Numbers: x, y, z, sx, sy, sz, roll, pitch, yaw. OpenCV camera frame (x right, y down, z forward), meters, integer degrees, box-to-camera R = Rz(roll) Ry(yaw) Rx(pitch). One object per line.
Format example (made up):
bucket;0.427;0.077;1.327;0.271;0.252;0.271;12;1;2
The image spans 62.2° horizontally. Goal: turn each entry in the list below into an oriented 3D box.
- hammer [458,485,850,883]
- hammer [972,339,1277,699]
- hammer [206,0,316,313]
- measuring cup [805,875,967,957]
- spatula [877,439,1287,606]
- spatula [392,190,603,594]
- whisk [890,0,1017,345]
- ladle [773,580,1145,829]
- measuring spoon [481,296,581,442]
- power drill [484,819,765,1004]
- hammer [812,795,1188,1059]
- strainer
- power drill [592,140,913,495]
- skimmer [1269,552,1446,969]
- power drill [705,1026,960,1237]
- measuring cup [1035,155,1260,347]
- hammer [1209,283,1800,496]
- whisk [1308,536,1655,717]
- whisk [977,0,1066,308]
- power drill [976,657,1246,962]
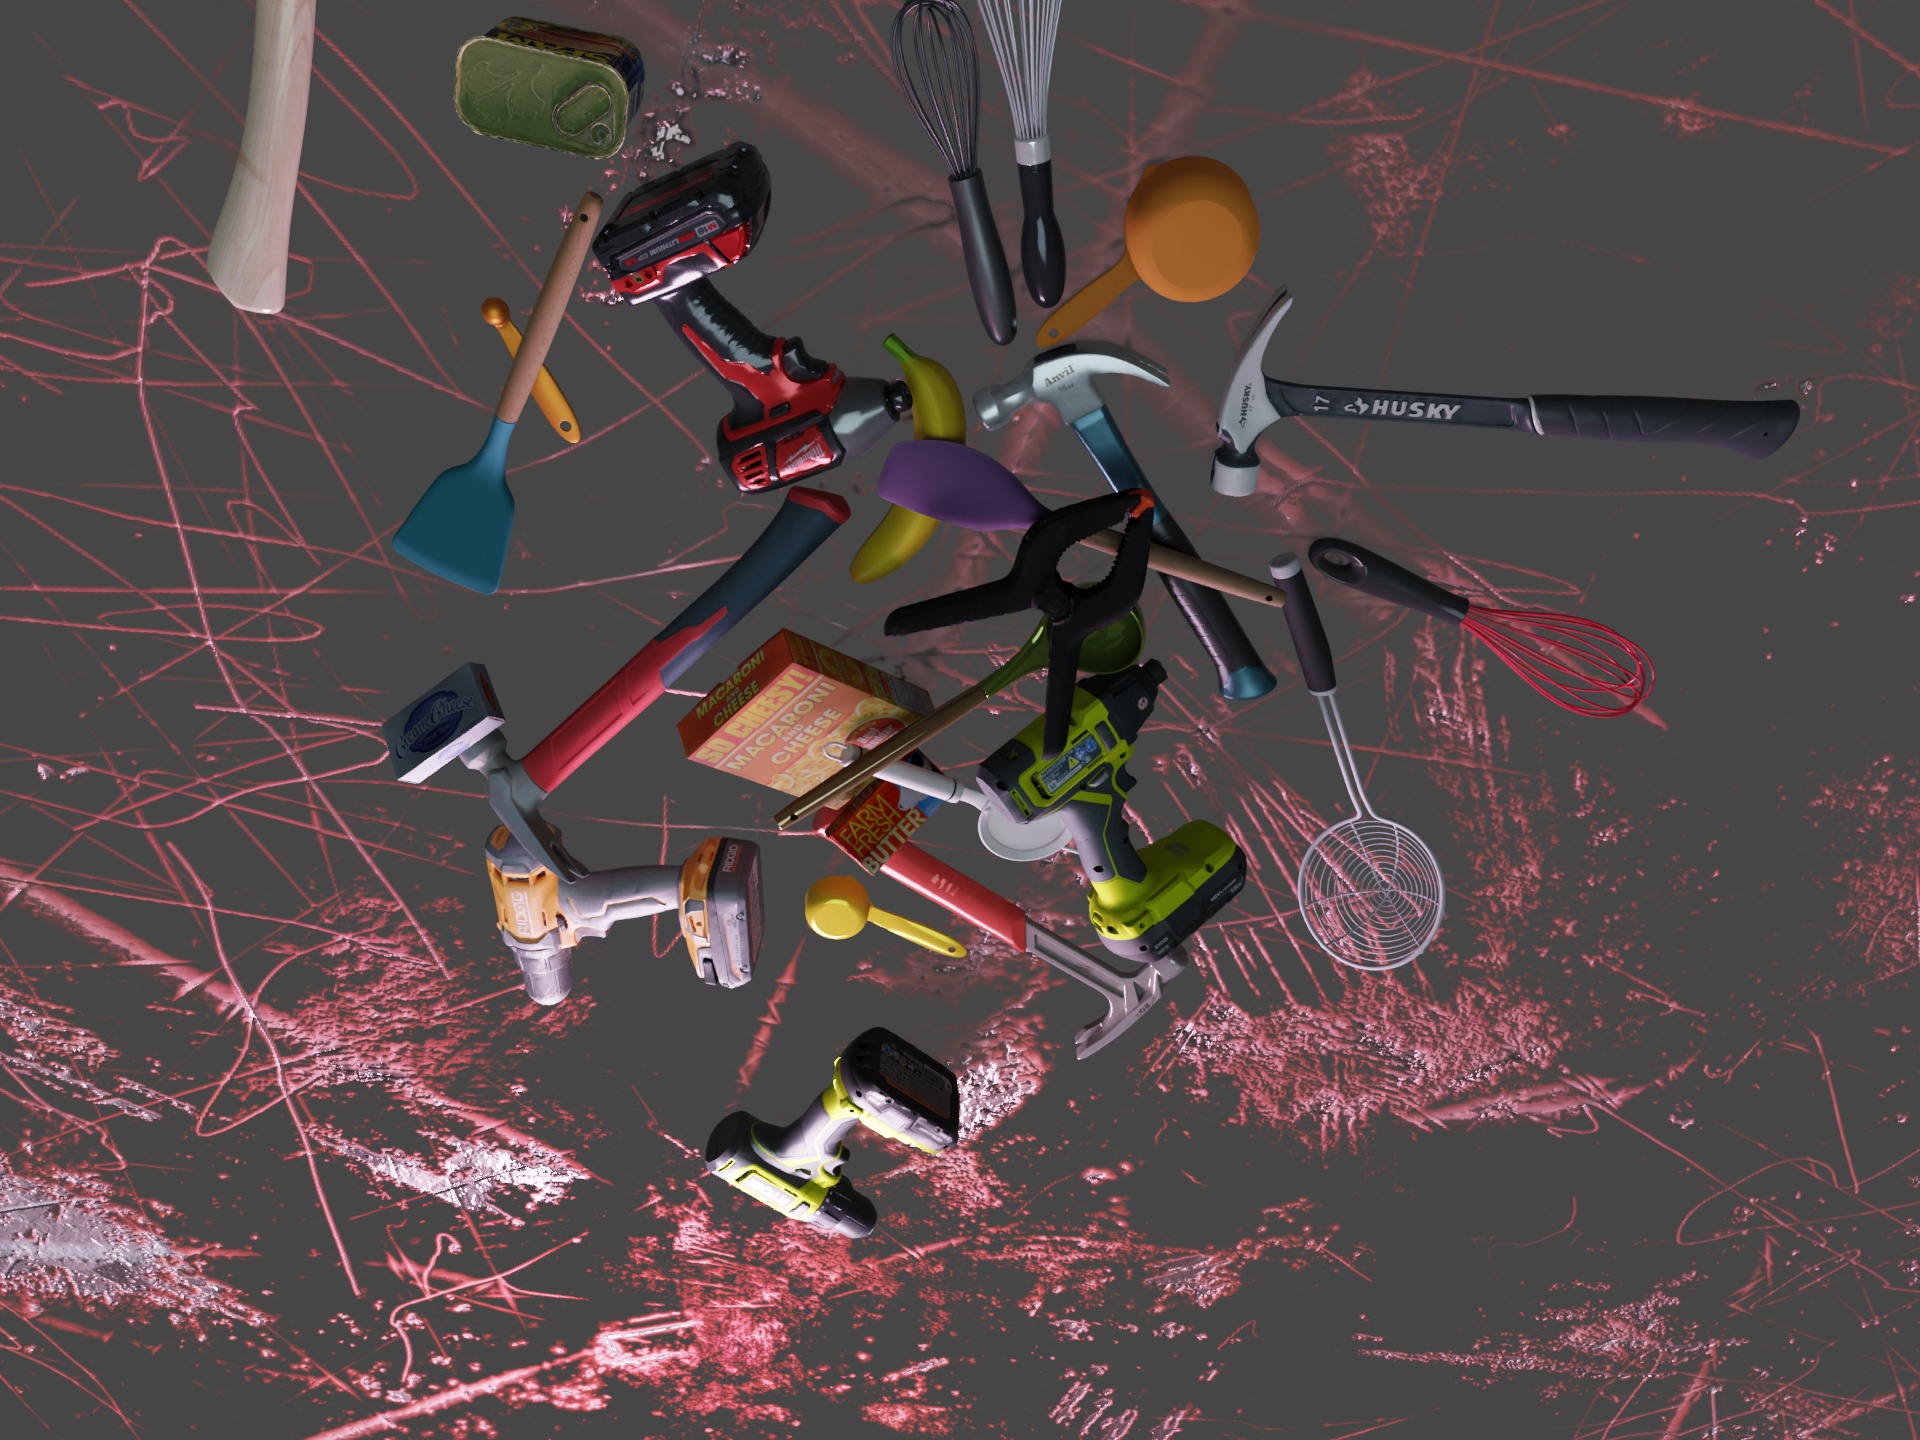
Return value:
hammer;-0.221;-0.033;1.225;0.386;0.038;0.143;-39;88;20
hammer;0.147;-0.139;1.183;0.128;0.033;0.330;-26;120;18
hammer;-0.404;-0.442;0.975;0.146;0.038;0.410;15;123;-11
measuring cup;-0.064;0.185;1.403;0.156;0.029;0.062;24;121;-14
spatula;0.095;-0.136;1.149;0.315;0.018;0.059;17;119;-13
spatula;-0.310;-0.226;1.106;0.082;0.044;0.317;27;126;-12
whisk;0.003;-0.351;1.031;0.055;0.055;0.238;-12;127;8
ladle;-0.002;-0.004;1.204;0.320;0.062;0.078;-33;115;-3
measuring spoon;-0.302;-0.245;1.122;0.021;0.011;0.116;-20;122;13
power drill;-0.287;0.176;1.369;0.226;0.084;0.185;4;124;3
hammer;0.021;0.173;1.392;0.358;0.037;0.149;32;118;-20
strainer;0.001;0.056;1.283;0.258;0.050;0.087;20;118;-31
power drill;-0.134;-0.261;1.068;0.143;0.079;0.219;-16;127;21
skimmer;0.297;0.040;1.269;0.127;0.090;0.363;-1;127;35
power drill;-0.106;0.407;1.528;0.190;0.080;0.228;37;119;-22
measuring cup;0.121;-0.298;1.061;0.173;0.052;0.095;-36;117;19
hammer;0.388;-0.223;1.126;0.409;0.036;0.149;2;123;-2
whisk;0.399;-0.074;1.215;0.295;0.073;0.073;22;121;-7
whisk;0.041;-0.393;1.000;0.070;0.070;0.284;-6;128;4
power drill;0.134;0.071;1.281;0.171;0.080;0.223;-39;119;-9
